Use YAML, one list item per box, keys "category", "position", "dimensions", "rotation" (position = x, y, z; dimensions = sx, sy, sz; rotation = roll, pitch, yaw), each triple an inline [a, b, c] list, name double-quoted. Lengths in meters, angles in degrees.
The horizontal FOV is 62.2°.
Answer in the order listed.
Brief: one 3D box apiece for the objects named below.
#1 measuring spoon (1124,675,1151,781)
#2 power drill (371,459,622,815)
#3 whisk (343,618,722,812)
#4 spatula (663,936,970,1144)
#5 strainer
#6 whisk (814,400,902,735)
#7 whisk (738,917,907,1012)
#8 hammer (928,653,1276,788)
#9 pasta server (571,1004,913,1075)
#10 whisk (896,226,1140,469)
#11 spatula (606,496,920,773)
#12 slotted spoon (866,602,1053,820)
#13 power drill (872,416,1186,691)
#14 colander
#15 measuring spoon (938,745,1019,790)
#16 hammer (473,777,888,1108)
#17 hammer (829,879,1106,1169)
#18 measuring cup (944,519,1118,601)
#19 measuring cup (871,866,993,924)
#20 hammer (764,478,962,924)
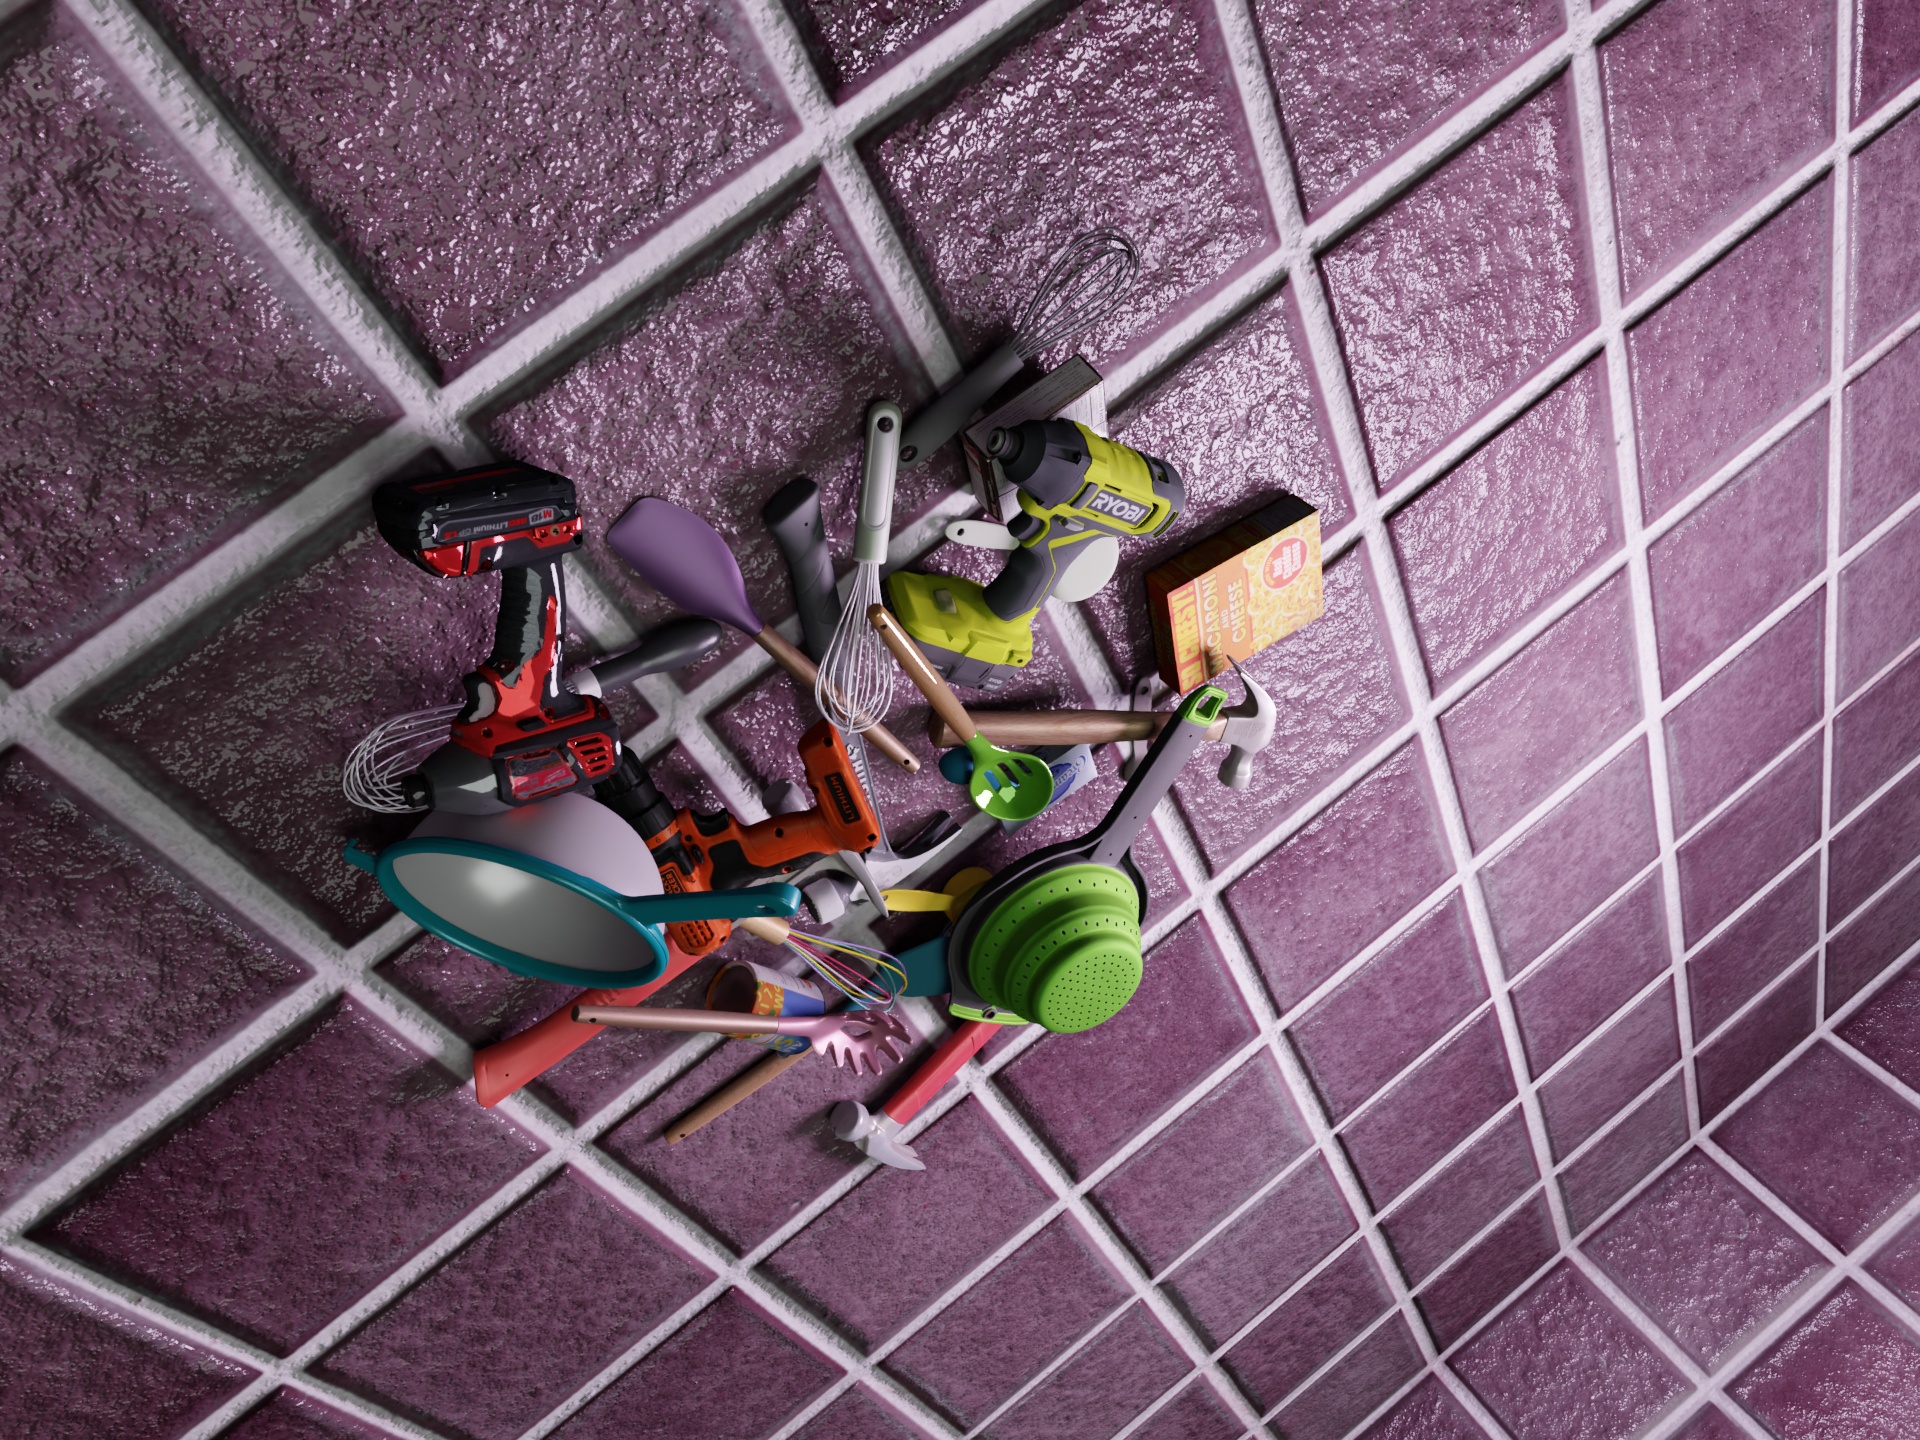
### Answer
- category: "measuring spoon"
  position: [0.172, 0.012, 1.482]
  dimensions: [0.034, 0.018, 0.124]
  rotation: [-20, 130, -22]
- category: "power drill"
  position: [-0.301, -0.046, 1.020]
  dimensions: [0.143, 0.079, 0.219]
  rotation: [-18, 116, -33]
- category: "whisk"
  position: [-0.293, -0.011, 1.113]
  dimensions: [0.284, 0.070, 0.070]
  rotation: [-27, 133, -24]
- category: "spatula"
  position: [-0.132, 0.298, 1.458]
  dimensions: [0.317, 0.044, 0.082]
  rotation: [-34, 132, -9]
- category: "strainer"
  position: [-0.242, 0.099, 1.099]
  dimensions: [0.210, 0.340, 0.095]
  rotation: [50, 44, -43]
- category: "whisk"
  position: [-0.068, -0.110, 1.164]
  dimensions: [0.057, 0.059, 0.246]
  rotation: [6, 99, -8]
- category: "whisk"
  position: [-0.140, 0.193, 1.363]
  dimensions: [0.244, 0.047, 0.051]
  rotation: [33, 64, -35]
- category: "hammer"
  position: [0.131, 0.003, 1.396]
  dimensions: [0.331, 0.031, 0.130]
  rotation: [0, 124, -23]
- category: "pasta server"
  position: [-0.173, 0.254, 1.307]
  dimensions: [0.316, 0.040, 0.060]
  rotation: [13, 115, -40]
- category: "whisk"
  position: [0.036, -0.269, 1.164]
  dimensions: [0.239, 0.055, 0.055]
  rotation: [-42, 136, 5]
- category: "spatula"
  position: [-0.132, -0.054, 1.180]
  dimensions: [0.060, 0.018, 0.315]
  rotation: [-44, 123, 4]
- category: "slotted spoon"
  position: [-0.002, -0.004, 1.246]
  dimensions: [0.070, 0.031, 0.313]
  rotation: [-25, 143, 10]
- category: "power drill"
  position: [0.039, -0.128, 1.193]
  dimensions: [0.171, 0.080, 0.223]
  rotation: [13, 133, -39]
- category: "colander"
  position: [0.137, 0.149, 1.416]
  dimensions: [0.204, 0.095, 0.397]
  rotation: [16, 115, -37]
- category: "measuring spoon"
  position: [0.030, 0.059, 1.374]
  dimensions: [0.042, 0.021, 0.128]
  rotation: [-33, 137, 23]
- category: "hammer"
  position: [-0.237, 0.202, 1.285]
  dimensions: [0.359, 0.037, 0.149]
  rotation: [-36, 118, 0]
- category: "hammer"
  position: [0.045, 0.292, 1.583]
  dimensions: [0.386, 0.038, 0.143]
  rotation: [-46, 137, 2]
- category: "measuring cup"
  position: [0.060, -0.137, 1.279]
  dimensions: [0.167, 0.038, 0.083]
  rotation: [4, 118, -40]
- category: "measuring cup"
  position: [-0.027, 0.155, 1.430]
  dimensions: [0.156, 0.029, 0.062]
  rotation: [9, 116, -44]
- category: "hammer"
  position: [-0.090, -0.011, 1.269]
  dimensions: [0.149, 0.036, 0.408]
  rotation: [-26, 132, -19]
